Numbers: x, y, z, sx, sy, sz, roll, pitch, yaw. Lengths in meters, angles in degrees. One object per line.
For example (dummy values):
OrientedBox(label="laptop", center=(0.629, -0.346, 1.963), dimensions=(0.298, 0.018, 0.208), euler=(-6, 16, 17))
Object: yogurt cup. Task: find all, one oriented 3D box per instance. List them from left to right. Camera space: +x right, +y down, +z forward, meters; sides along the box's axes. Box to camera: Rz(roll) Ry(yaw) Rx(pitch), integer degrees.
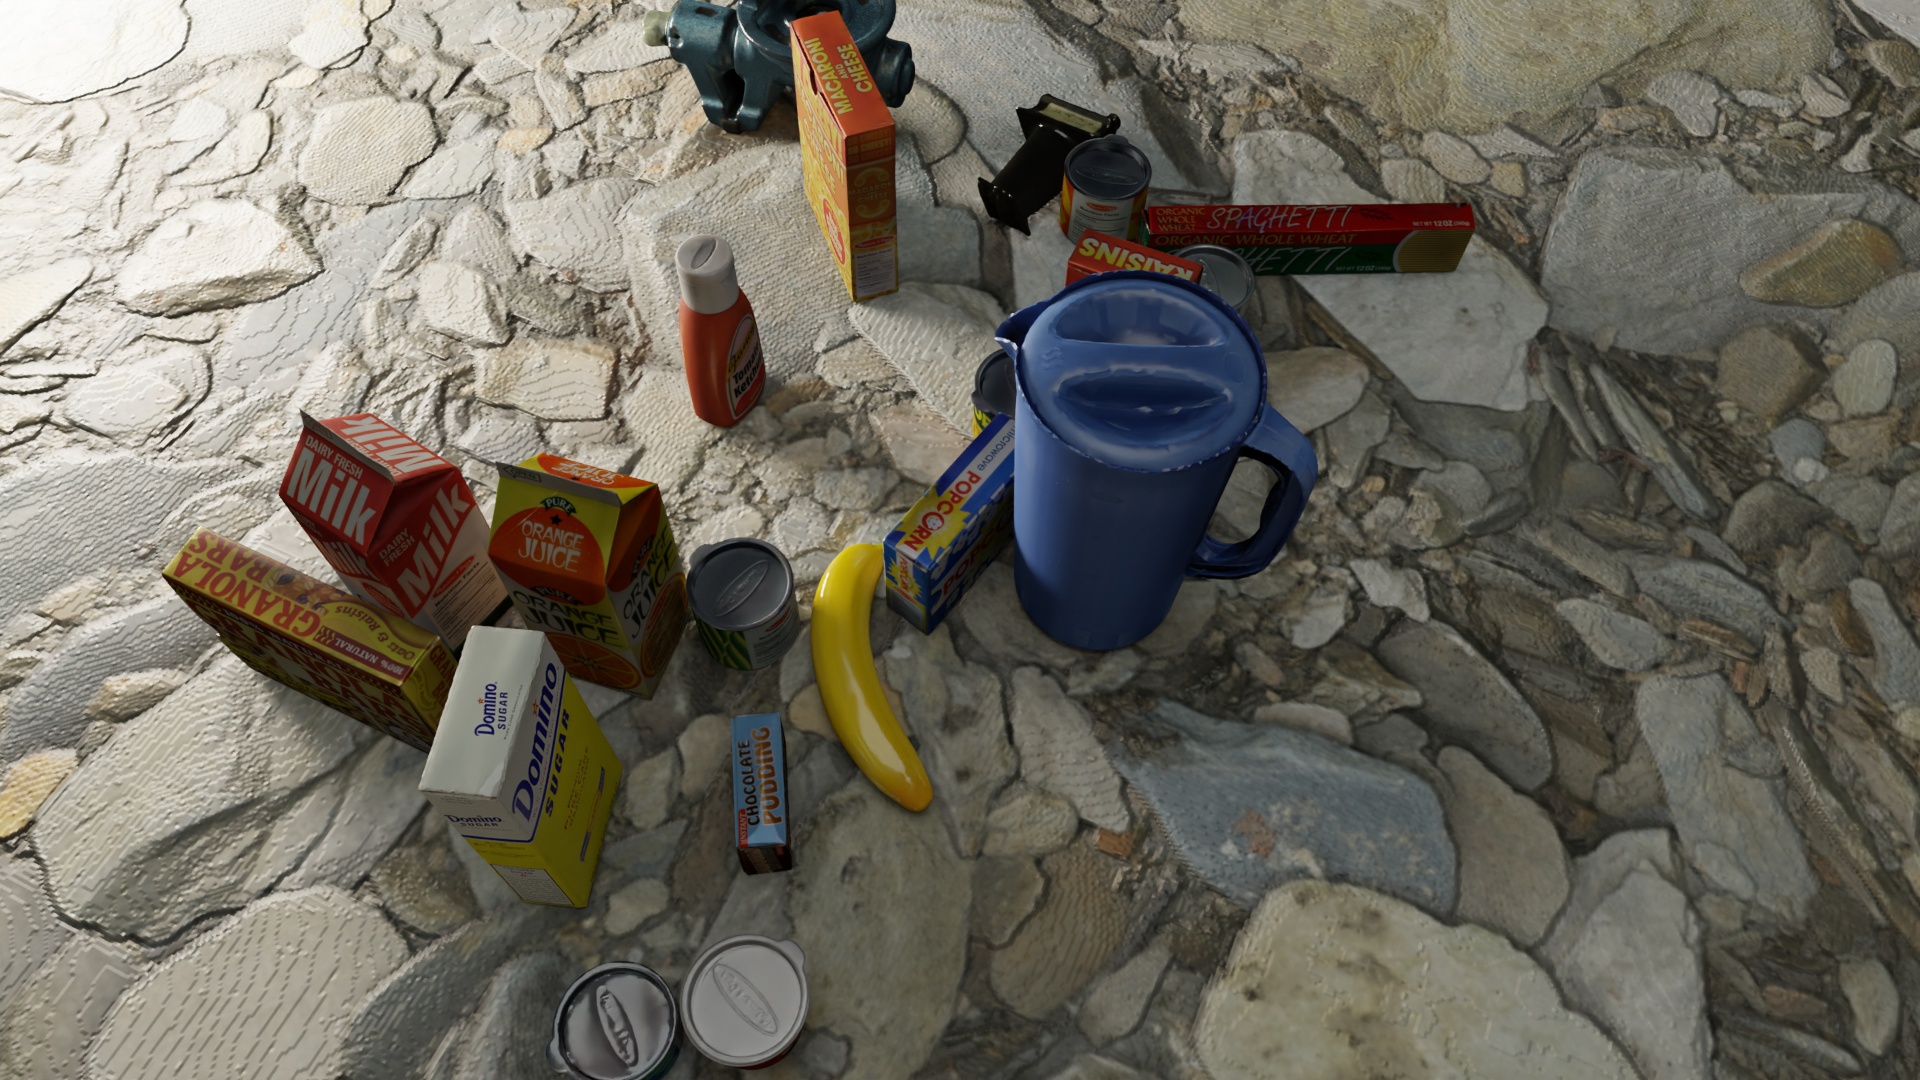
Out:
OrientedBox(label="yogurt cup", center=(-0.114, 0.253, 0.751), dimensions=(0.072, 0.053, 0.073), euler=(1, 59, -1))

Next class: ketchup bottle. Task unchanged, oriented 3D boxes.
OrientedBox(label="ketchup bottle", center=(-0.164, -0.142, 0.935), dimensions=(0.043, 0.148, 0.065), euler=(20, 61, 10))

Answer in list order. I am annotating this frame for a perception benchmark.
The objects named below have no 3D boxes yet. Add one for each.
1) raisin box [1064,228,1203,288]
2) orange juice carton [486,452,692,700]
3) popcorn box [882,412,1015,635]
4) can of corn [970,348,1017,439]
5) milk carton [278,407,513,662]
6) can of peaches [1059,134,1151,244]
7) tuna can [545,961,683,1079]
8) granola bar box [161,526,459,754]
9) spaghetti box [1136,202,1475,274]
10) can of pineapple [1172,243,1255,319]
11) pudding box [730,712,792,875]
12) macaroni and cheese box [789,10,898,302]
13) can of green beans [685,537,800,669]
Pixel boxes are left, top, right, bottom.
OrientedBox(label="raisin box", center=(0.114, -0.150, 0.962), dimensions=(0.086, 0.122, 0.040), euler=(21, 61, 11))
OrientedBox(label="orange juice carton", center=(-0.215, 0.015, 0.813), dimensions=(0.072, 0.191, 0.073), euler=(15, 60, 8))
OrientedBox(label="popcorn box", center=(0.003, -0.011, 0.897), dimensions=(0.038, 0.084, 0.127), euler=(33, 64, 17))
OrientedBox(label="can of corn", center=(0.039, -0.091, 0.962), dimensions=(0.071, 0.058, 0.071), euler=(1, 59, -1))
OrientedBox(label="milk carton", center=(-0.332, -0.006, 0.824), dimensions=(0.072, 0.189, 0.074), euler=(30, 63, 16))
OrientedBox(label="can of peaches", center=(0.111, -0.267, 1.071), dimensions=(0.071, 0.057, 0.071), euler=(1, 59, -1))
OrientedBox(label="tuna can", center=(-0.187, 0.267, 0.754), dimensions=(0.071, 0.032, 0.071), euler=(1, 59, -1))
OrientedBox(label="granola bar box", center=(-0.367, 0.067, 0.818), dimensions=(0.166, 0.123, 0.039), euler=(22, 61, 12))
OrientedBox(label="spaghetti box", center=(0.260, -0.229, 1.056), dimensions=(0.250, 0.050, 0.029), euler=(-1, 59, -2))
OrientedBox(label="can of pineapple", center=(0.175, -0.174, 1.016), dimensions=(0.071, 0.057, 0.071), euler=(1, 59, -1))
OrientedBox(label="pudding box", center=(-0.117, 0.148, 0.818), dimensions=(0.030, 0.049, 0.084), euler=(-5, 59, -4))
OrientedBox(label="macaroni and cheese box", center=(-0.083, -0.274, 1.007), dimensions=(0.040, 0.165, 0.124), euler=(-18, 61, -11))
OrientedBox(label="can of green beans", center=(-0.136, 0.040, 0.878), dimensions=(0.071, 0.057, 0.071), euler=(1, 59, -1))
